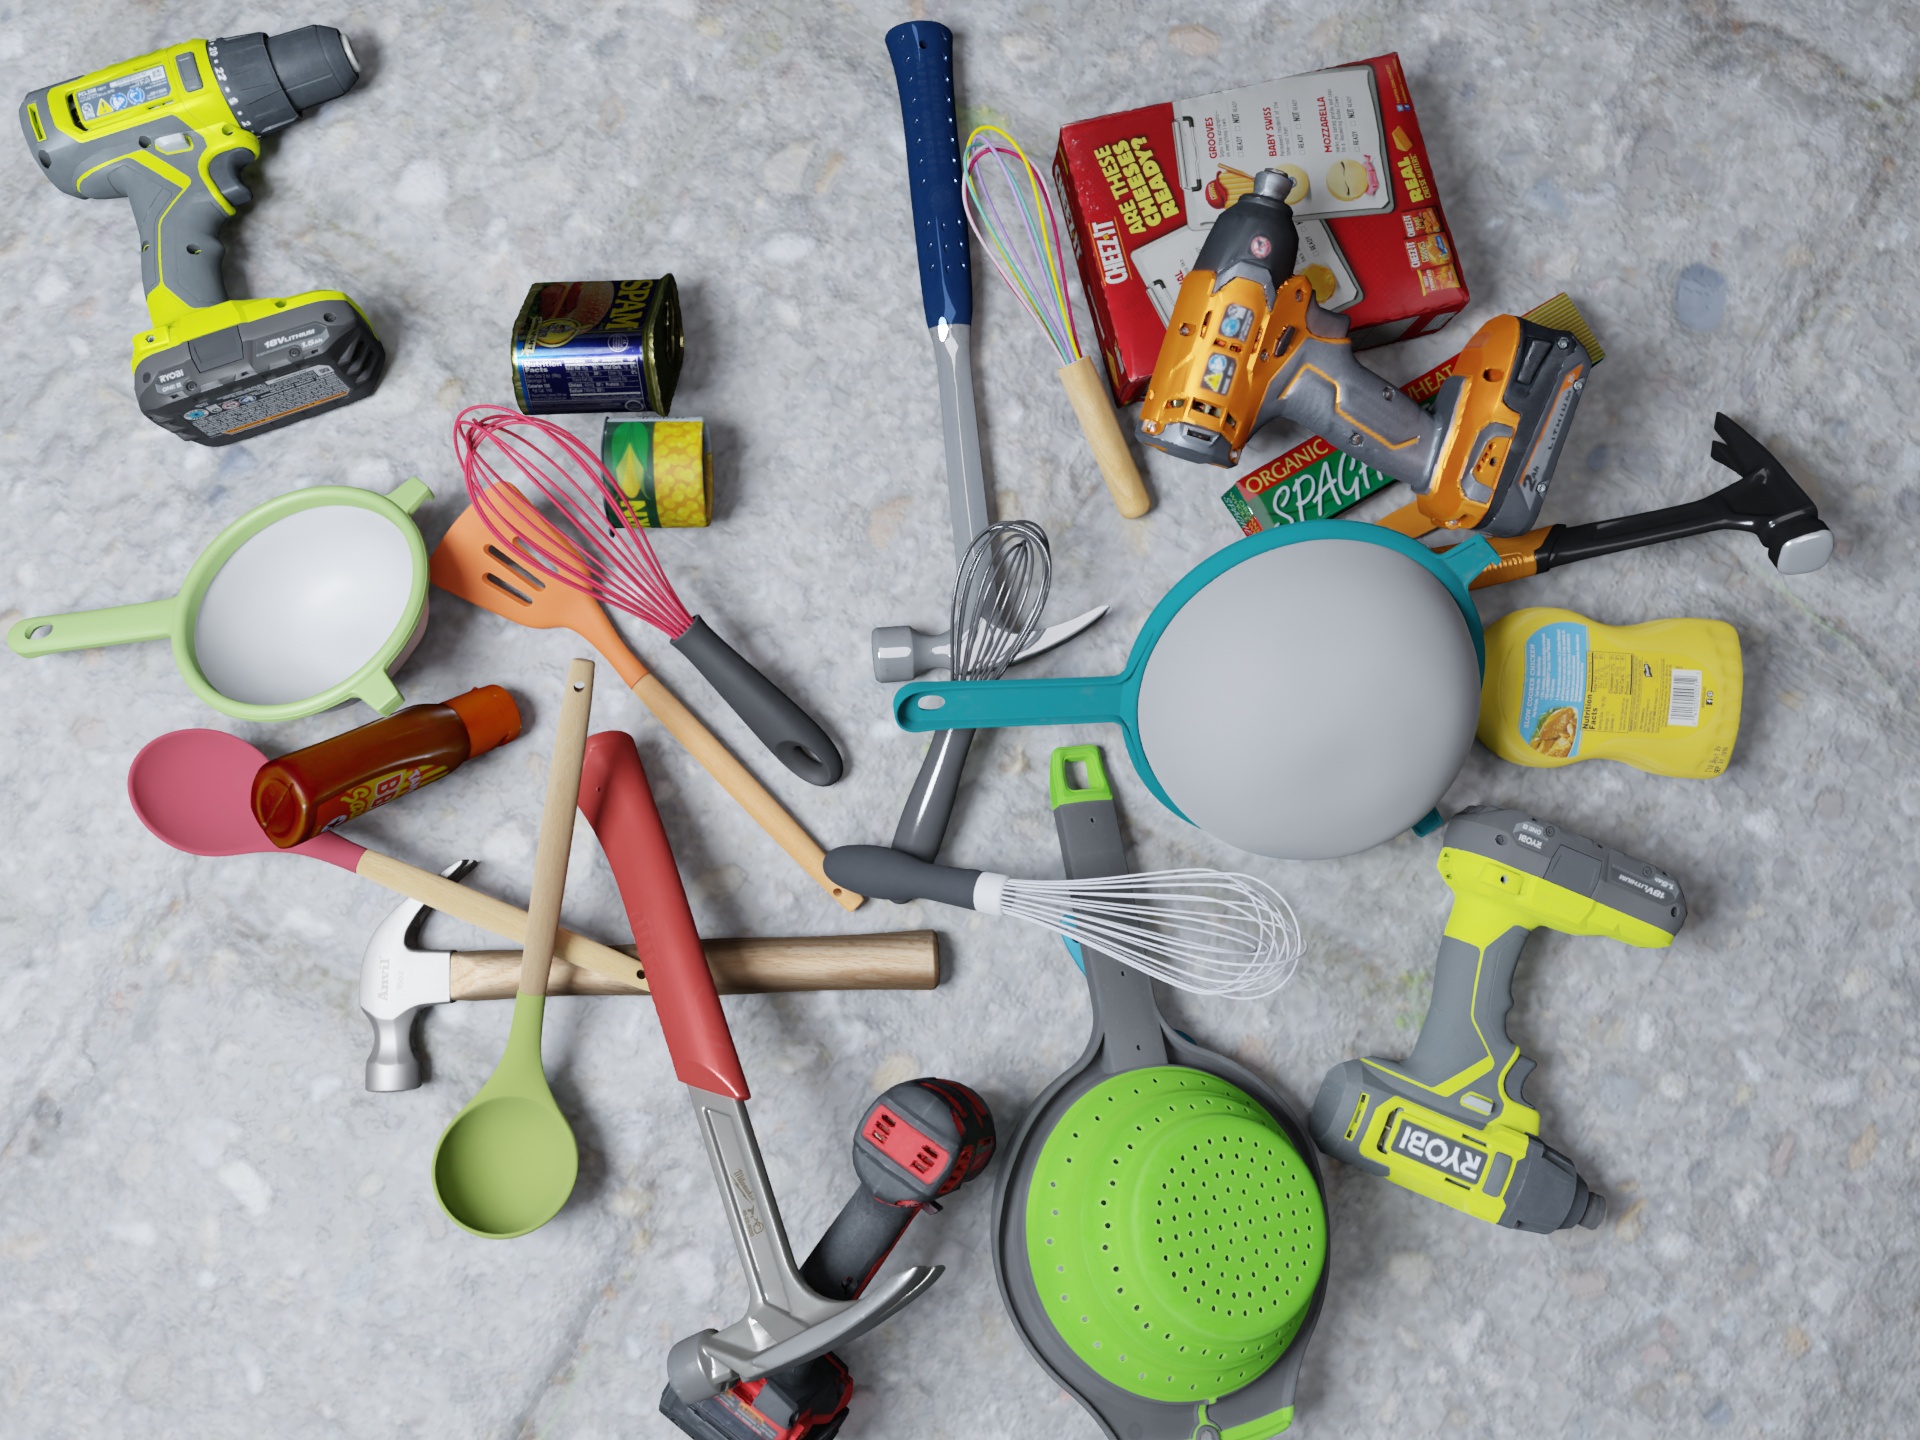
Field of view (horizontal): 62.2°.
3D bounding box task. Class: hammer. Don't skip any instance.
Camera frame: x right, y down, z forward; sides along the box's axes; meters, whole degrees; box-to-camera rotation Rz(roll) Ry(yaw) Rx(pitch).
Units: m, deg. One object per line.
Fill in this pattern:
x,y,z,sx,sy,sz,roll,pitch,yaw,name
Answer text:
-0.134,0.157,0.843,0.149,0.036,0.359,-31,63,15,hammer
0.001,-0.229,0.972,0.144,0.035,0.405,-5,84,-3,hammer
0.327,-0.103,0.957,0.337,0.034,0.127,-12,43,3,hammer
-0.178,0.142,0.924,0.331,0.031,0.130,-2,84,-3,hammer

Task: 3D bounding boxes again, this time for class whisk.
-0.171,-0.066,0.902,0.073,0.073,0.295,-46,108,-7,whisk
0.060,-0.233,0.943,0.047,0.051,0.245,-18,105,27,whisk
-0.002,-0.003,0.918,0.055,0.055,0.239,19,101,-1,whisk
0.048,0.100,0.866,0.285,0.070,0.070,8,82,26,whisk

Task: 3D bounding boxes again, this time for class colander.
0.112,0.193,0.869,0.204,0.094,0.397,-5,73,-19,colander

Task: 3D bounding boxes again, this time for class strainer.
0.136,0.005,0.866,0.340,0.095,0.210,-2,121,-7,strainer
-0.416,-0.050,0.919,0.256,0.069,0.152,-6,63,8,strainer

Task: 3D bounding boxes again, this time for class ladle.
-0.311,0.088,0.893,0.315,0.031,0.069,23,72,-3,ladle
-0.228,0.125,0.859,0.078,0.062,0.320,9,99,-15,ladle

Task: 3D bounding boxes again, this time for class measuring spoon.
0.099,0.168,0.937,0.042,0.021,0.128,-35,88,-6,measuring spoon
0.303,-0.135,0.990,0.117,0.011,0.021,-25,87,-2,measuring spoon

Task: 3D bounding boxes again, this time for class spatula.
-0.175,-0.003,0.936,0.322,0.041,0.081,46,107,1,spatula

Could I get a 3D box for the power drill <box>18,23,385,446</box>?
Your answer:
-0.427,-0.296,0.941,0.190,0.080,0.228,-20,82,-4,power drill

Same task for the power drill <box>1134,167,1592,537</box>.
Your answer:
0.228,-0.203,0.897,0.226,0.084,0.164,16,100,-6,power drill

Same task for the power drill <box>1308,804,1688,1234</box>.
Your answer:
0.322,0.176,0.923,0.171,0.080,0.223,22,87,0,power drill

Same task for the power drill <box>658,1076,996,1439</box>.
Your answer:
-0.057,0.292,0.864,0.078,0.143,0.219,33,88,16,power drill
